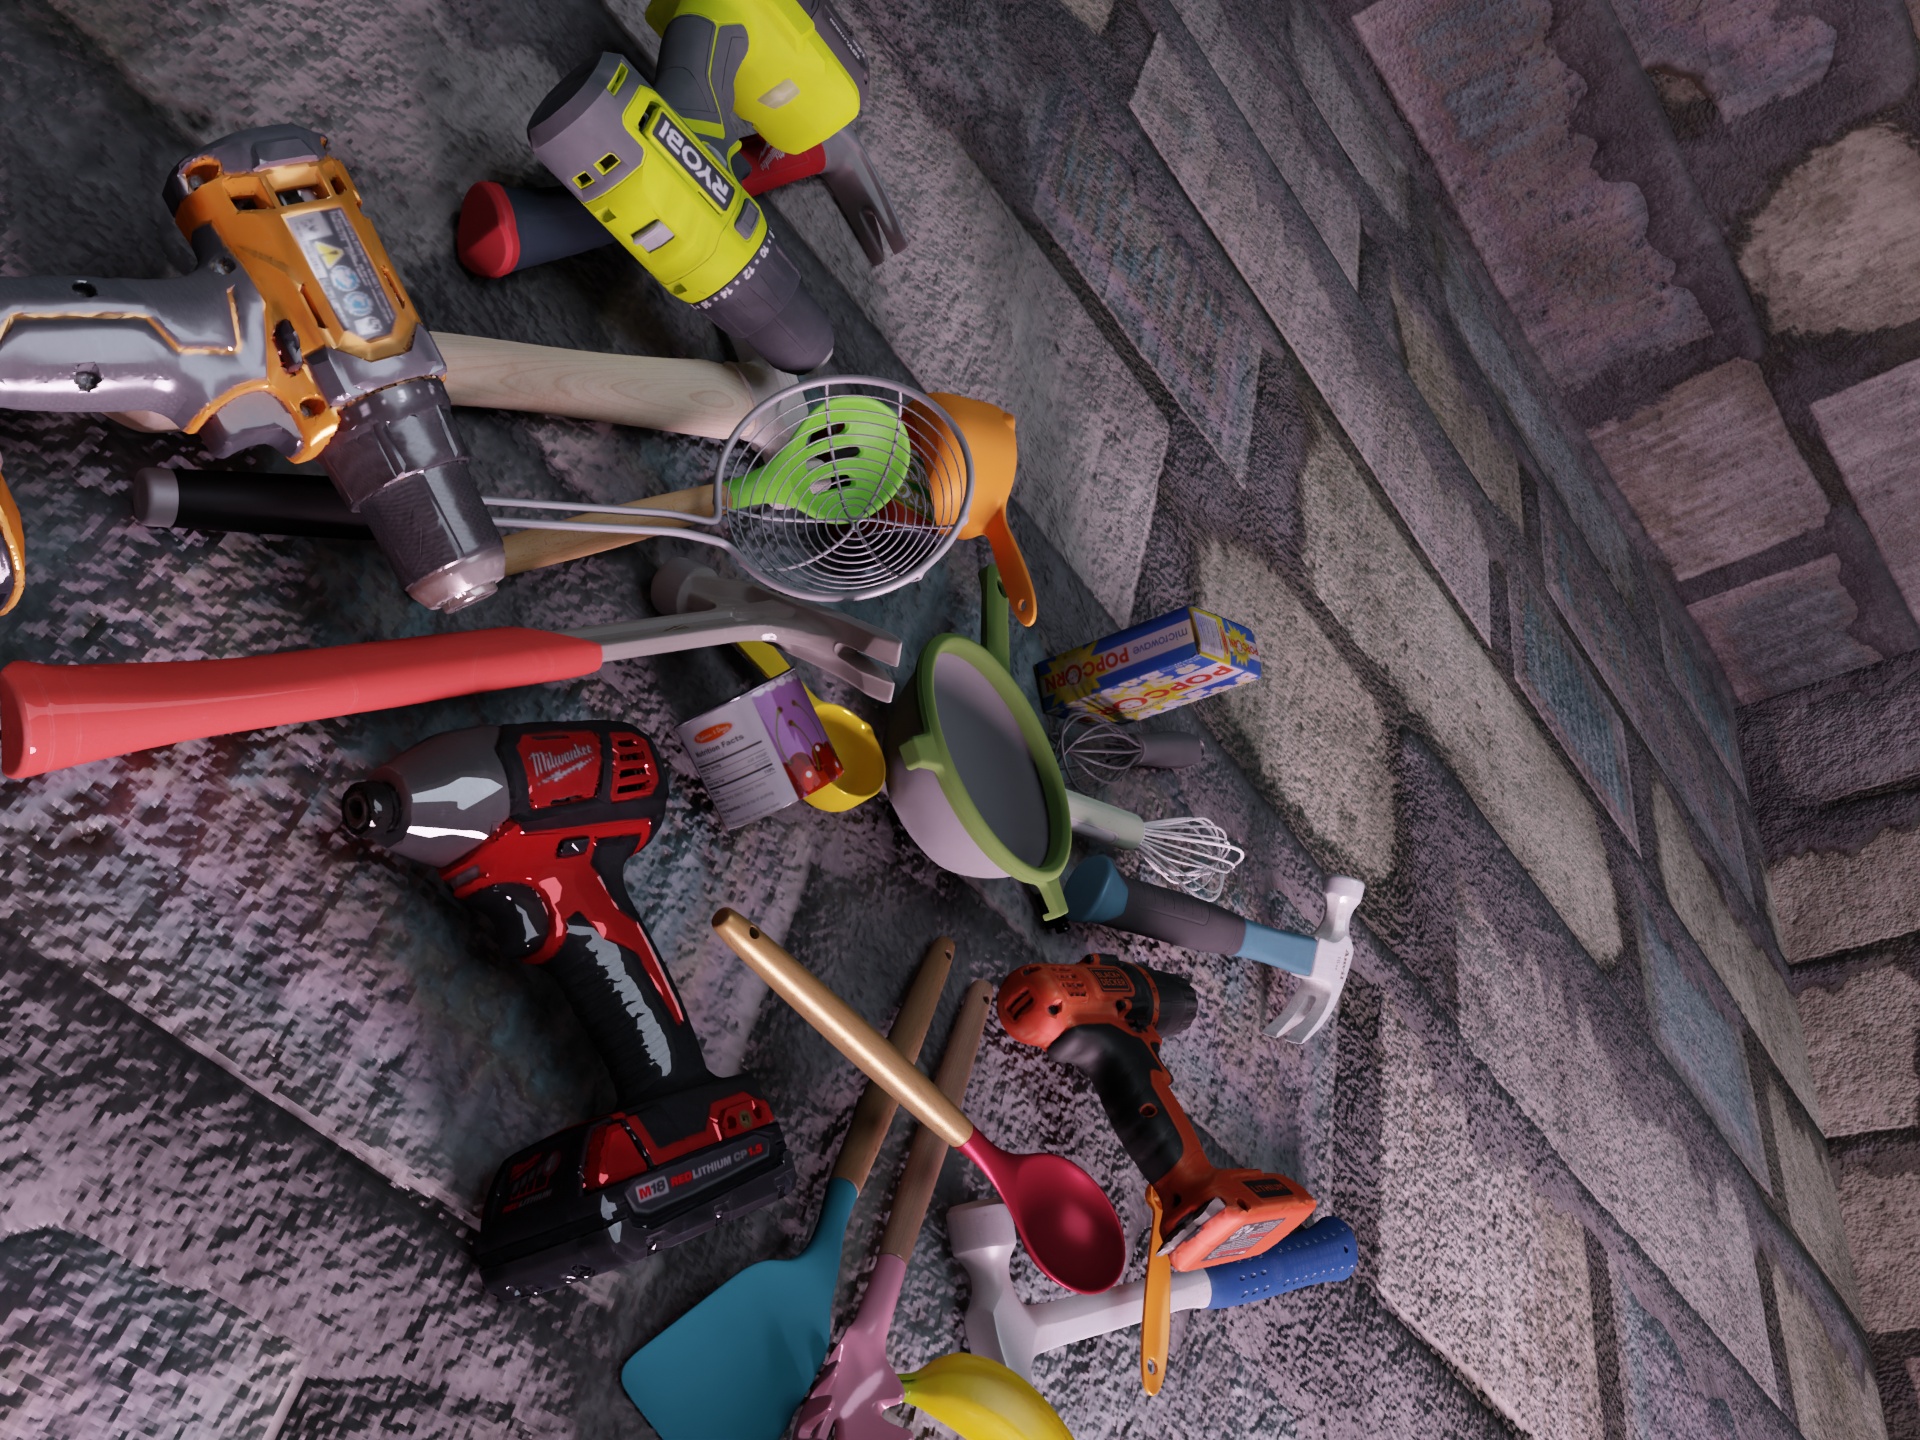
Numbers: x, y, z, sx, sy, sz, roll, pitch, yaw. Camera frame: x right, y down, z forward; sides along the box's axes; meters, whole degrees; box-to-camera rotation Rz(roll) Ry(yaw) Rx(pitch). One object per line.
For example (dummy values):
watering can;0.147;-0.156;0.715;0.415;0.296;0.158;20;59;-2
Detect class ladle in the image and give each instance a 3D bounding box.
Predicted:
ladle;-0.013;0.181;0.743;0.315;0.031;0.069;49;31;-33

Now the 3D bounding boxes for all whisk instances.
whisk;0.115;0.076;1.048;0.246;0.058;0.059;21;62;-49
whisk;0.120;0.023;1.105;0.239;0.055;0.055;1;70;-60

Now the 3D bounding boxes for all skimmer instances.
skimmer;-0.155;-0.108;0.694;0.363;0.090;0.127;-4;61;-42

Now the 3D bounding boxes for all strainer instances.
strainer;-0.001;-0.003;0.938;0.151;0.069;0.257;49;26;-32

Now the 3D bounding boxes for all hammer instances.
hammer;-0.189;-0.021;0.643;0.359;0.149;0.036;-14;120;-51
hammer;0.177;0.141;1.076;0.330;0.033;0.128;21;80;-46
hammer;0.135;0.340;0.937;0.405;0.035;0.144;13;59;-51
hammer;-0.217;-0.172;0.757;0.410;0.038;0.146;-12;79;-56
hammer;-0.150;-0.300;0.930;0.143;0.038;0.386;60;33;-13

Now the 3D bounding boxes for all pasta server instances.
pasta server;-0.020;0.240;0.773;0.060;0.040;0.316;52;33;-21

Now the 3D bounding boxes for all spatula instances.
spatula;-0.058;0.207;0.761;0.082;0.044;0.318;55;30;-17

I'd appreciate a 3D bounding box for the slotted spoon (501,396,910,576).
slotted spoon;-0.138;-0.108;0.793;0.314;0.031;0.070;-26;120;-46

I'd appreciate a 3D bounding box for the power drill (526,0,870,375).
power drill;-0.123;-0.316;0.875;0.190;0.080;0.229;43;44;-35

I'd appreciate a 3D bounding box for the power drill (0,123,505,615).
power drill;-0.276;-0.096;0.546;0.226;0.084;0.185;-33;100;-43

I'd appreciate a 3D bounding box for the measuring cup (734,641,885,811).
measuring cup;-0.101;-0.016;0.843;0.156;0.029;0.062;50;34;-4

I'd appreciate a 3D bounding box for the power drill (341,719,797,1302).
power drill;-0.159;0.104;0.635;0.143;0.078;0.220;-3;69;-56

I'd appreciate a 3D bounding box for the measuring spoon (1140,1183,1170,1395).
measuring spoon;0.105;0.310;0.874;0.021;0.011;0.117;33;48;-31

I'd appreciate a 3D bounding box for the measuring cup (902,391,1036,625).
measuring cup;0.000;-0.127;0.967;0.052;0.095;0.174;10;46;-36
